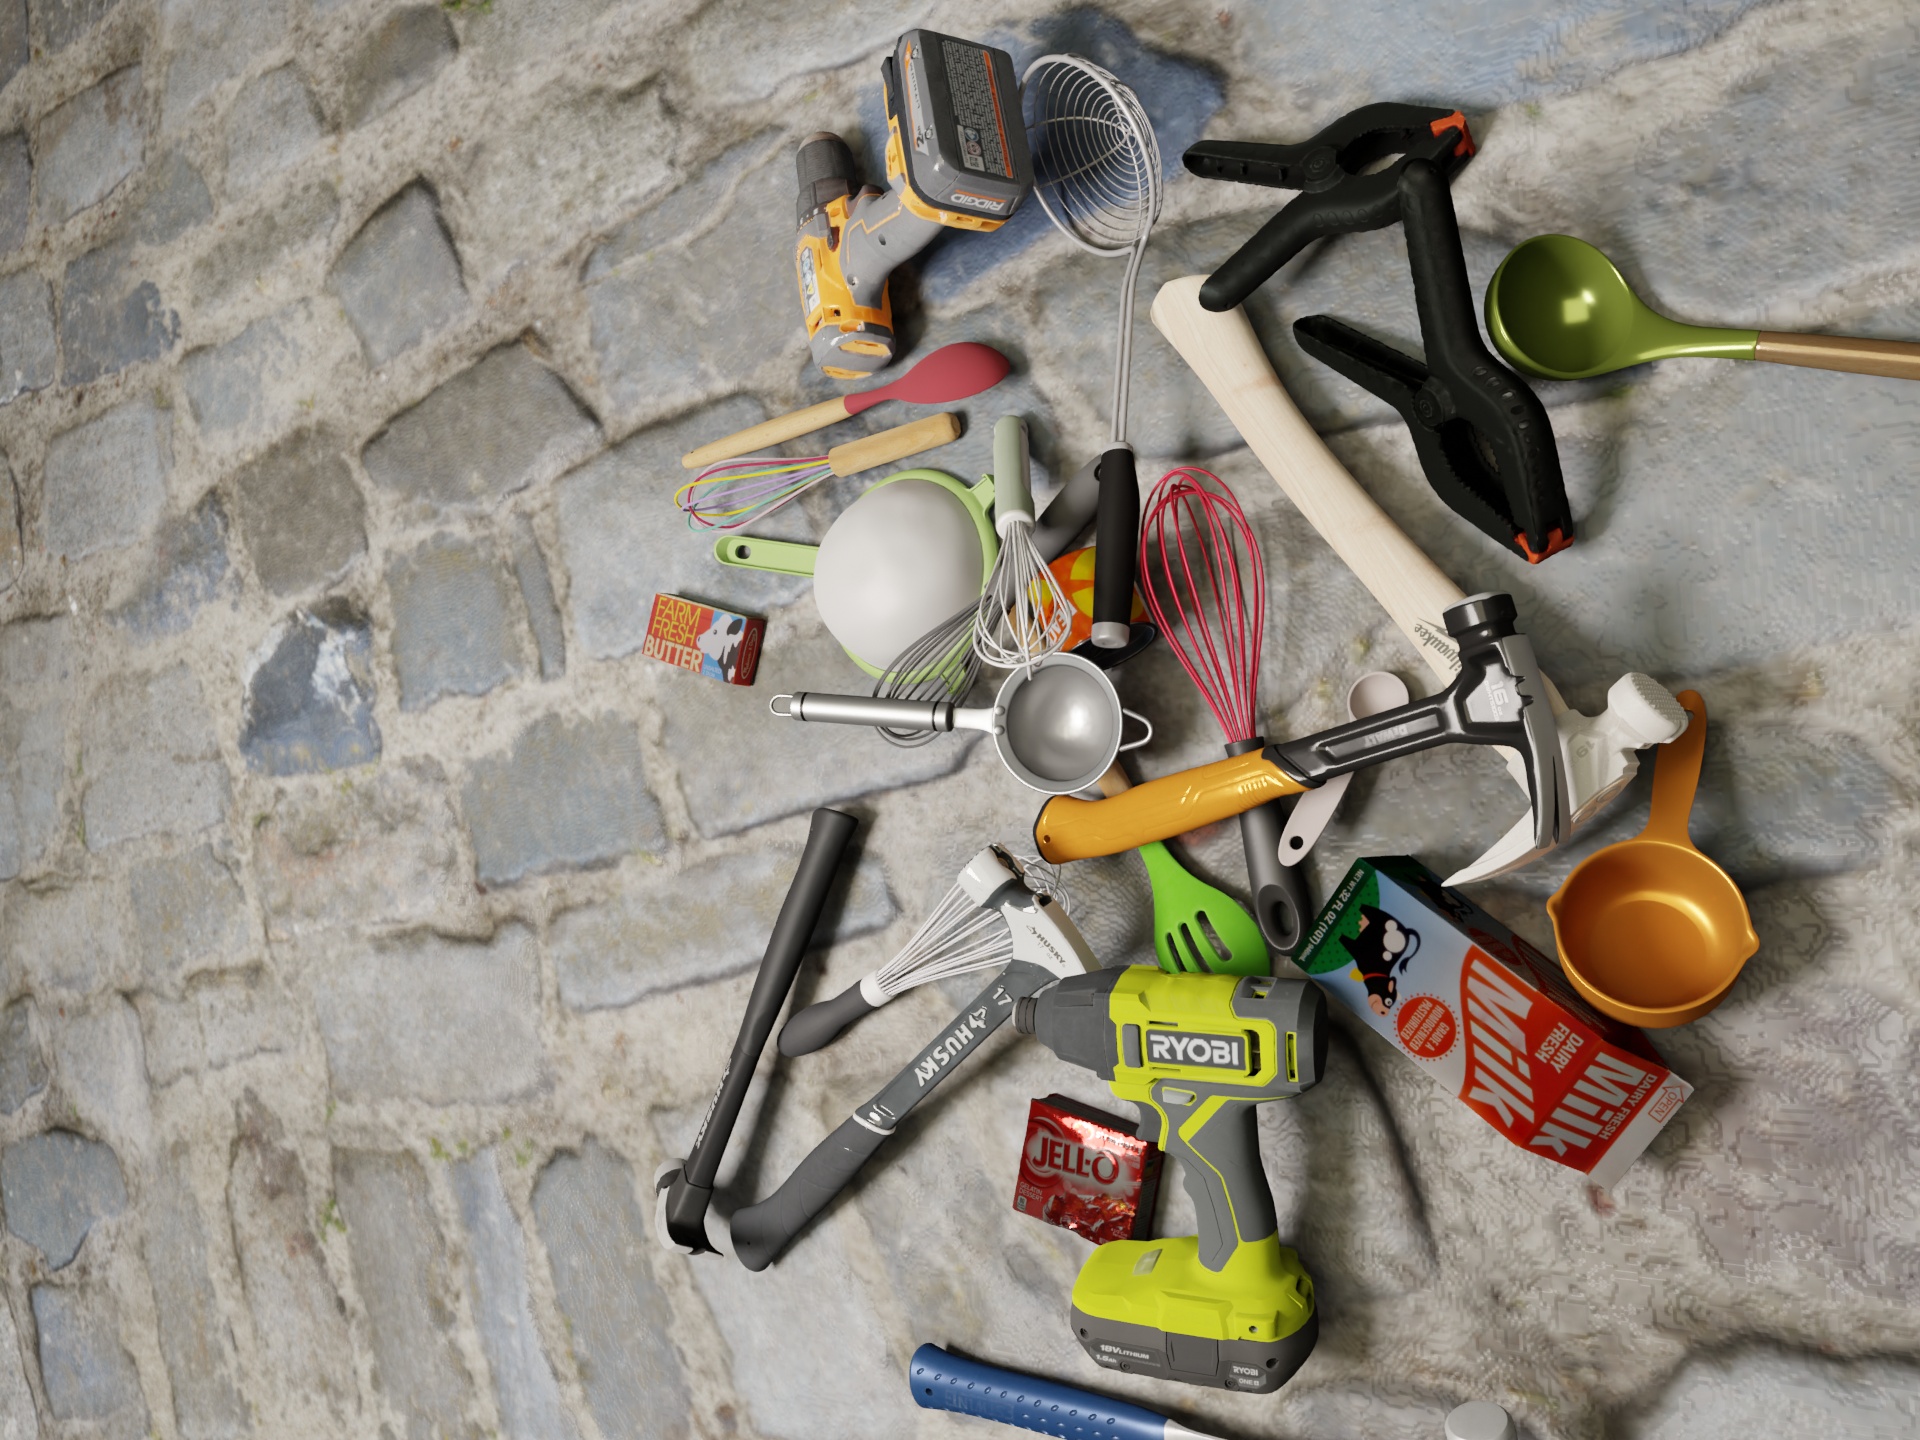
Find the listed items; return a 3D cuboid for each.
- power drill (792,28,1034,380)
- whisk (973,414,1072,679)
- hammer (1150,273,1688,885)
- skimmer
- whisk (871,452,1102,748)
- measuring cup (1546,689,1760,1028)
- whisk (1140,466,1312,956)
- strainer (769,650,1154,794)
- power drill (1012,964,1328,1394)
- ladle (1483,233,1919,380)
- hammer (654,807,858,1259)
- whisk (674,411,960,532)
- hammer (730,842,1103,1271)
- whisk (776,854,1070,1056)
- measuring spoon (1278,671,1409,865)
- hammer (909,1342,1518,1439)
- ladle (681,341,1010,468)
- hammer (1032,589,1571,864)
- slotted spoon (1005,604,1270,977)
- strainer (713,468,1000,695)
[{"bbox_3d":[-0.048,-0.362,1.069,0.226,0.084,0.185,-34,60,54],"label":"power drill"},{"bbox_3d":[0.035,-0.115,0.979,0.059,0.057,0.247,-12,43,11],"label":"whisk"},{"bbox_3d":[0.217,-0.102,0.894,0.146,0.038,0.411,-53,53,33],"label":"hammer"},{"bbox_3d":[0.071,-0.225,0.967,0.127,0.090,0.363,149,127,-68],"label":"skimmer"},{"bbox_3d":[0.027,-0.078,1.027,0.239,0.055,0.055,-50,60,7],"label":"whisk"},{"bbox_3d":[0.354,0.071,0.802,0.095,0.052,0.174,9,67,25],"label":"measuring cup"},{"bbox_3d":[0.162,-0.007,0.938,0.073,0.073,0.296,-16,84,34],"label":"whisk"},{"bbox_3d":[-0.002,-0.003,0.987,0.258,0.050,0.087,4,92,19],"label":"strainer"},{"bbox_3d":[0.118,0.247,0.887,0.171,0.080,0.223,0,103,23],"label":"power drill"},{"bbox_3d":[0.413,-0.185,0.767,0.320,0.062,0.078,17,77,33],"label":"ladle"},{"bbox_3d":[-0.144,0.218,1.125,0.335,0.035,0.146,-69,17,4],"label":"hammer"},{"bbox_3d":[-0.109,-0.181,1.148,0.245,0.047,0.051,-12,38,30],"label":"whisk"},{"bbox_3d":[-0.042,0.256,1.042,0.149,0.036,0.408,48,124,12],"label":"hammer"},{"bbox_3d":[-0.033,0.166,1.069,0.284,0.070,0.070,-36,67,34],"label":"whisk"},{"bbox_3d":[0.217,0.029,0.906,0.034,0.018,0.124,32,96,29],"label":"measuring spoon"},{"bbox_3d":[0.133,0.425,0.922,0.405,0.035,0.144,-5,107,40],"label":"hammer"},{"bbox_3d":[-0.096,-0.221,1.148,0.315,0.069,0.031,-9,123,40],"label":"ladle"},{"bbox_3d":[0.168,0.039,0.881,0.337,0.034,0.127,-21,79,45],"label":"hammer"},{"bbox_3d":[0.097,0.044,0.998,0.070,0.031,0.314,-43,62,30],"label":"slotted spoon"},{"bbox_3d":[-0.094,-0.111,1.120,0.256,0.069,0.151,12,94,34],"label":"strainer"}]
